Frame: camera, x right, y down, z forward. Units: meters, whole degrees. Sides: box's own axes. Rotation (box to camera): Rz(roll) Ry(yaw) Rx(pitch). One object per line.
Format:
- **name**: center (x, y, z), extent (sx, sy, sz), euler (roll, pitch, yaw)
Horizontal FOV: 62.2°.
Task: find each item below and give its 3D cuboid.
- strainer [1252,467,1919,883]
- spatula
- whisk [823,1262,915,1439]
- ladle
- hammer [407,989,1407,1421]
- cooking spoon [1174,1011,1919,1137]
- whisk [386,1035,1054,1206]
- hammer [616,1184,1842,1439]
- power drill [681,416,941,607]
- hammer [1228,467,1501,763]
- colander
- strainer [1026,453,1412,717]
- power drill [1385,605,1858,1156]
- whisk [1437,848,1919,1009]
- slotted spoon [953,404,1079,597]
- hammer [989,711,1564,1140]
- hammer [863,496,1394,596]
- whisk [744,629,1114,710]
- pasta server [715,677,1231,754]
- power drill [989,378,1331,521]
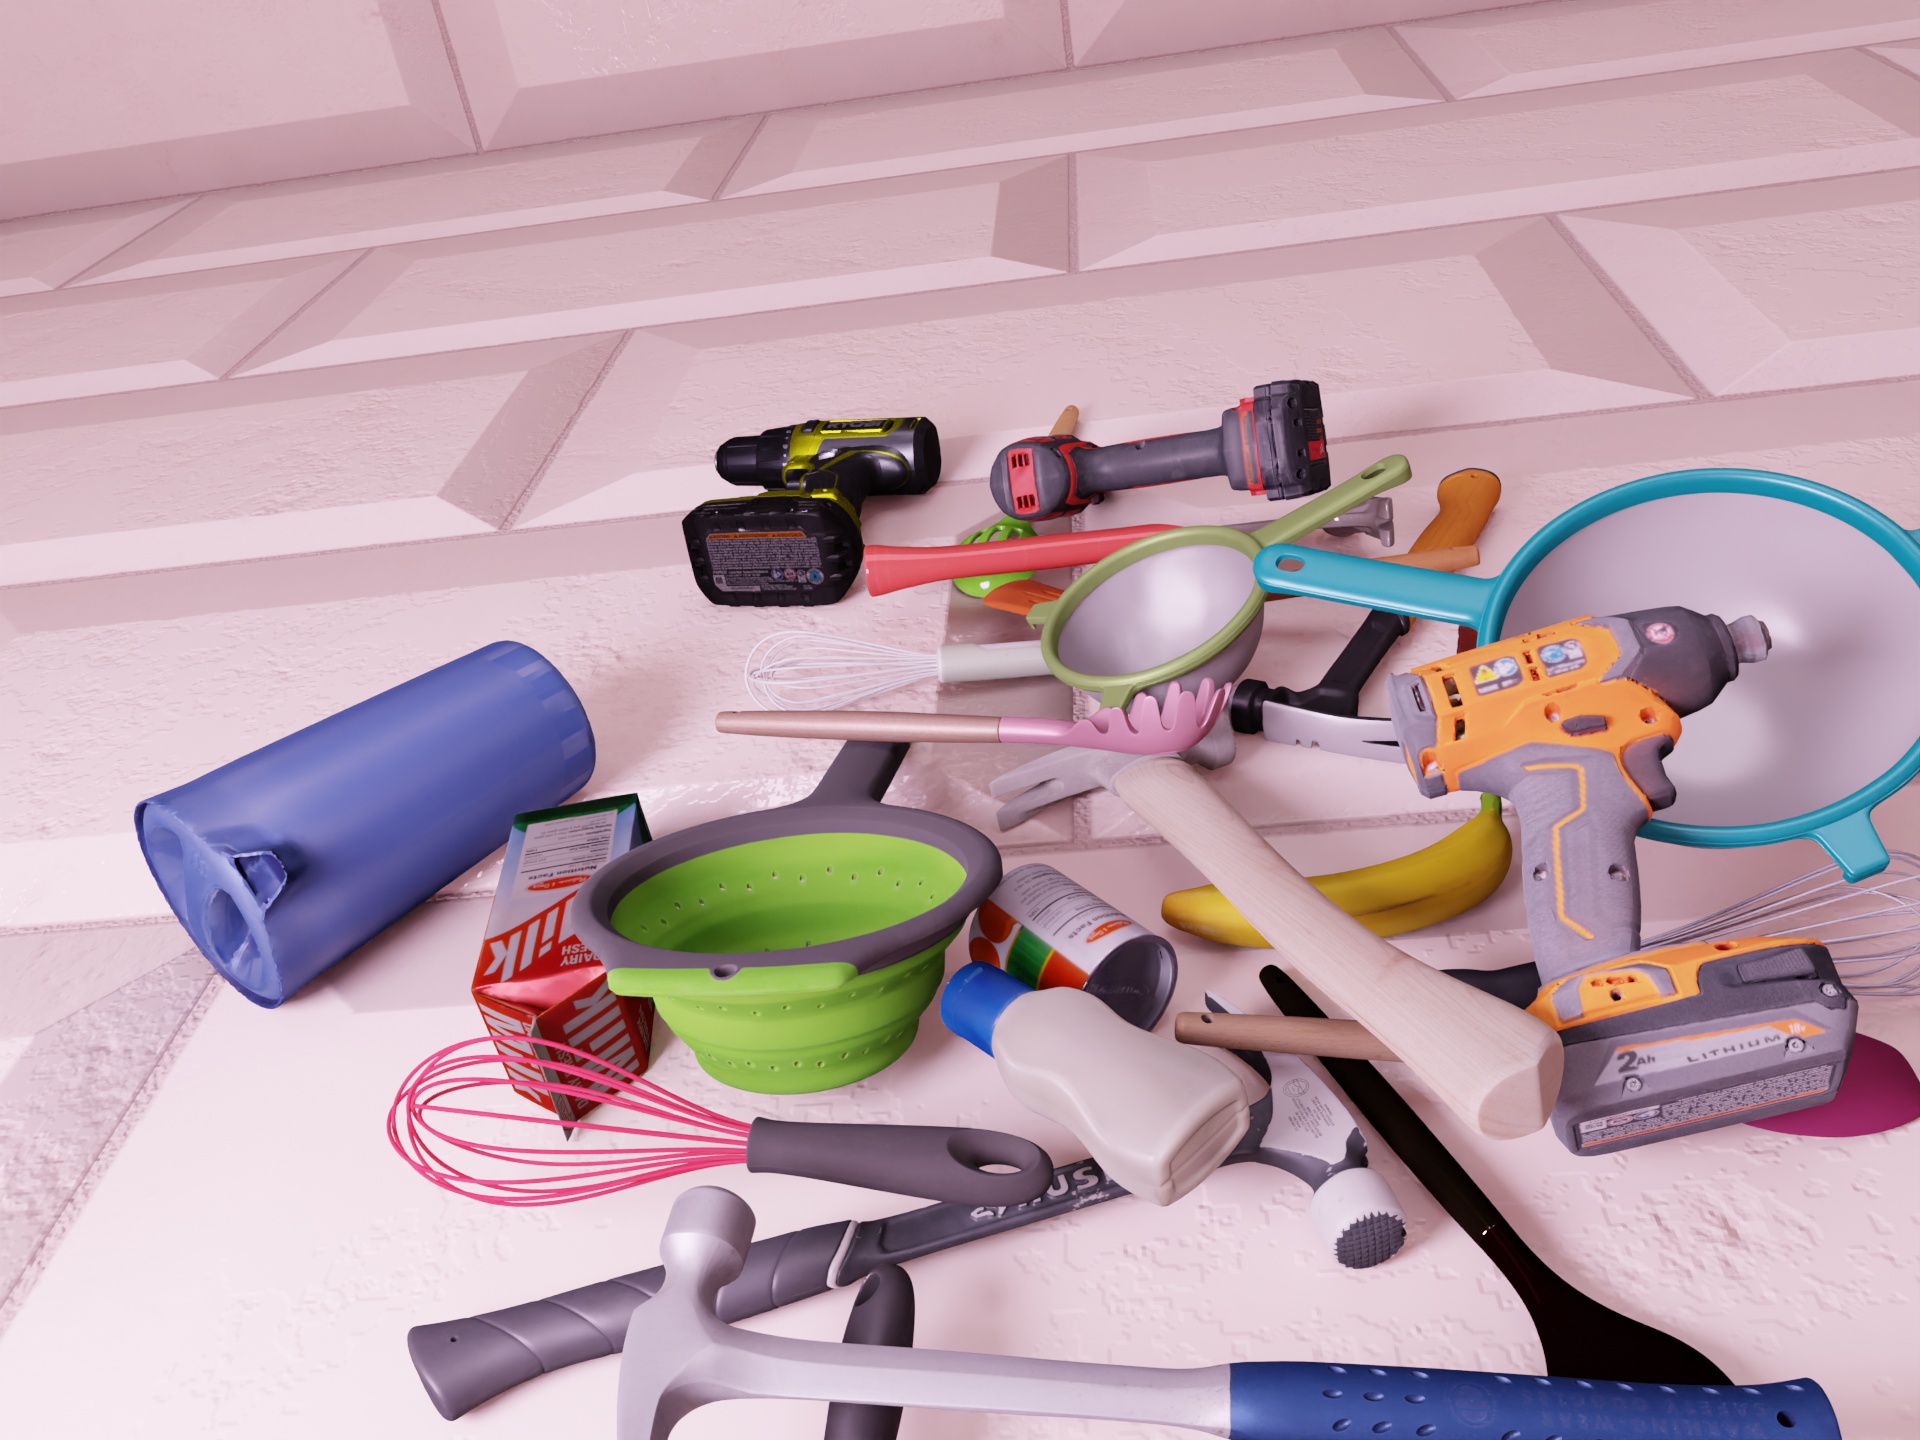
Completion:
- **strainer**: center (0.317, -0.030, 0.821), extent (0.340, 0.095, 0.211), euler (15, 67, 31)
- **spatula**: center (0.174, -0.092, 1.053), extent (0.322, 0.041, 0.081), euler (-8, 13, 23)
- **whisk**: center (-0.042, 0.291, 0.538), extent (0.055, 0.055, 0.239), euler (-2, 39, 12)
- **ladle**: center (0.207, 0.196, 0.658), extent (0.069, 0.031, 0.316), euler (-19, 32, -12)
- **hammer**: center (-0.031, 0.217, 0.679), extent (0.409, 0.036, 0.149), euler (-14, 32, -6)
- **cooking spoon**: center (0.254, 0.145, 0.696), extent (0.319, 0.017, 0.069), euler (3, 35, 4)
- **whisk**: center (-0.107, 0.181, 0.682), extent (0.296, 0.073, 0.073), euler (3, 35, 10)
- **hammer**: center (0.080, 0.236, 0.540), extent (0.405, 0.035, 0.144), euler (1, 35, 7)
- **power drill**: center (-0.133, -0.177, 1.265), extent (0.190, 0.080, 0.229), euler (1, 32, 15)
- **hammer**: center (0.299, -0.081, 1.041), extent (0.127, 0.034, 0.337), euler (11, 39, 30)
- **colander**: center (-0.068, 0.093, 0.846), extent (0.204, 0.094, 0.397), euler (-3, 16, 9)
- **strainer**: center (0.176, -0.077, 0.994), extent (0.256, 0.069, 0.152), euler (-30, 33, -1)
- **power drill**: center (0.290, 0.052, 0.675), extent (0.164, 0.084, 0.227), euler (-18, 55, 13)
- **whisk**: center (0.324, 0.110, 0.733), extent (0.284, 0.070, 0.070), euler (-11, 33, 6)
- **slotted spoon**: center (0.057, -0.188, 1.275), extent (0.070, 0.031, 0.314), euler (1, 33, 17)
- **hammer**: center (0.136, 0.082, 0.757), extent (0.146, 0.038, 0.411), euler (-18, 21, -10)
- **hammer**: center (0.111, -0.121, 1.099), extent (0.359, 0.036, 0.149), euler (-6, 10, 4)
- **whisk**: center (-0.021, -0.037, 1.053), extent (0.246, 0.059, 0.058), euler (-4, 6, 1)
- **pasta server**: center (-0.001, -0.003, 0.921), extent (0.316, 0.040, 0.060), euler (1, 10, 21)
- **power drill**: center (0.150, -0.191, 1.164), extent (0.227, 0.080, 0.188), euler (-6, 8, 22)
